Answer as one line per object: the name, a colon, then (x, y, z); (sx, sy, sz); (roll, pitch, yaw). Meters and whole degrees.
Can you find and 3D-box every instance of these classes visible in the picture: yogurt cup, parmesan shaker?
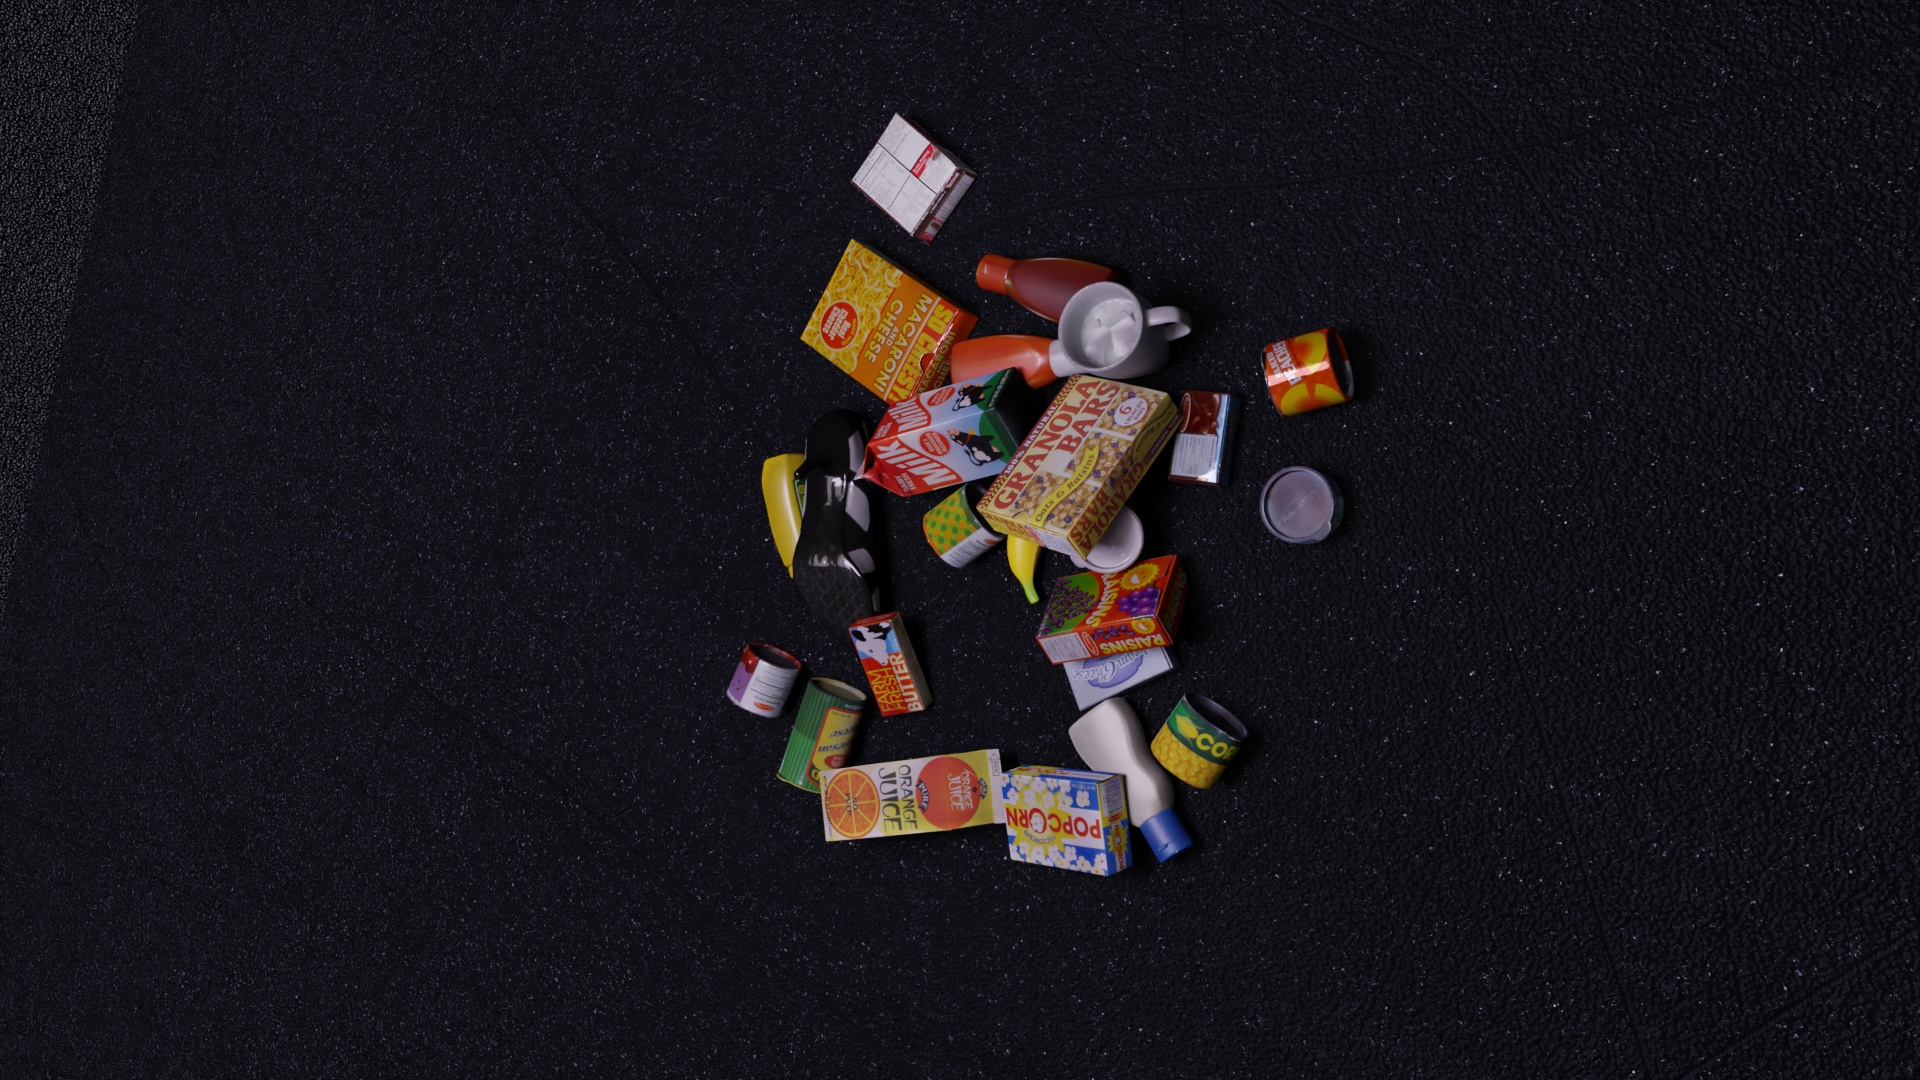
yogurt cup: (0.137, -0.008, 1.278); (0.072, 0.054, 0.072); (3, 102, 13)
parmesan shaker: (-0.143, 0.201, 1.437); (0.071, 0.071, 0.103); (23, 98, 32)

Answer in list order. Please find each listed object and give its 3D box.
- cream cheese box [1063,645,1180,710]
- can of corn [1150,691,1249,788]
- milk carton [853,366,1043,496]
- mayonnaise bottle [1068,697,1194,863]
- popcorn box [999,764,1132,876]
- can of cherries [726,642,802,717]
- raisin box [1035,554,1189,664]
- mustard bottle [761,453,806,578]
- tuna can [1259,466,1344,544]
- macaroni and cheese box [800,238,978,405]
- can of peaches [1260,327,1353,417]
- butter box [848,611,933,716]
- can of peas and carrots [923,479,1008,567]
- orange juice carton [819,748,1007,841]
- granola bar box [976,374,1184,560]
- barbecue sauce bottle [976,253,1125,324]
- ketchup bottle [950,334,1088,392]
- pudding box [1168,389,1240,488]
cream cheese box: (0.147, 0.114, 1.288); (0.103, 0.024, 0.053); (-29, 71, 27)
can of corn: (0.210, 0.176, 1.216); (0.071, 0.071, 0.058); (40, 108, 29)
milk carton: (-0.019, -0.101, 1.368); (0.190, 0.073, 0.073); (-12, 35, 33)
mayonnaise bottle: (0.159, 0.219, 1.262); (0.064, 0.041, 0.148); (-43, 66, 30)
popcorn box: (0.096, 0.254, 1.274); (0.126, 0.038, 0.085); (-4, 95, 48)
can of cherries: (-0.210, 0.148, 1.490); (0.071, 0.071, 0.058); (30, 102, 31)
raisin box: (0.139, 0.062, 1.262); (0.123, 0.086, 0.040); (-13, 122, 31)
mustard bottle: (-0.169, -0.012, 1.481); (0.048, 0.065, 0.160); (-15, 84, 36)
tuna can: (0.297, -0.028, 1.200); (0.071, 0.033, 0.071); (-3, 84, 33)
macaroni and cheese box: (-0.077, -0.222, 1.452); (0.167, 0.040, 0.123); (38, 107, 29)
can of peaches: (0.297, -0.145, 1.188); (0.058, 0.071, 0.071); (-13, 79, 30)
butter box: (-0.070, 0.126, 1.402); (0.053, 0.024, 0.103); (-13, 104, 31)
can of peas and carrots: (0.005, -0.017, 1.366); (0.058, 0.071, 0.071); (-36, 68, 26)
orange juice carton: (-0.039, 0.250, 1.366); (0.192, 0.073, 0.072); (-13, 79, 31)
granola bar box: (0.107, -0.071, 1.261); (0.124, 0.039, 0.166); (19, 68, 48)
barbecue sauce bottle: (0.084, -0.247, 1.349); (0.149, 0.044, 0.065); (21, 94, 33)
ketchup bottle: (0.062, -0.173, 1.356); (0.148, 0.043, 0.064); (-5, 90, 32)
pudding box: (0.221, -0.092, 1.256); (0.049, 0.030, 0.083); (7, 90, 34)
